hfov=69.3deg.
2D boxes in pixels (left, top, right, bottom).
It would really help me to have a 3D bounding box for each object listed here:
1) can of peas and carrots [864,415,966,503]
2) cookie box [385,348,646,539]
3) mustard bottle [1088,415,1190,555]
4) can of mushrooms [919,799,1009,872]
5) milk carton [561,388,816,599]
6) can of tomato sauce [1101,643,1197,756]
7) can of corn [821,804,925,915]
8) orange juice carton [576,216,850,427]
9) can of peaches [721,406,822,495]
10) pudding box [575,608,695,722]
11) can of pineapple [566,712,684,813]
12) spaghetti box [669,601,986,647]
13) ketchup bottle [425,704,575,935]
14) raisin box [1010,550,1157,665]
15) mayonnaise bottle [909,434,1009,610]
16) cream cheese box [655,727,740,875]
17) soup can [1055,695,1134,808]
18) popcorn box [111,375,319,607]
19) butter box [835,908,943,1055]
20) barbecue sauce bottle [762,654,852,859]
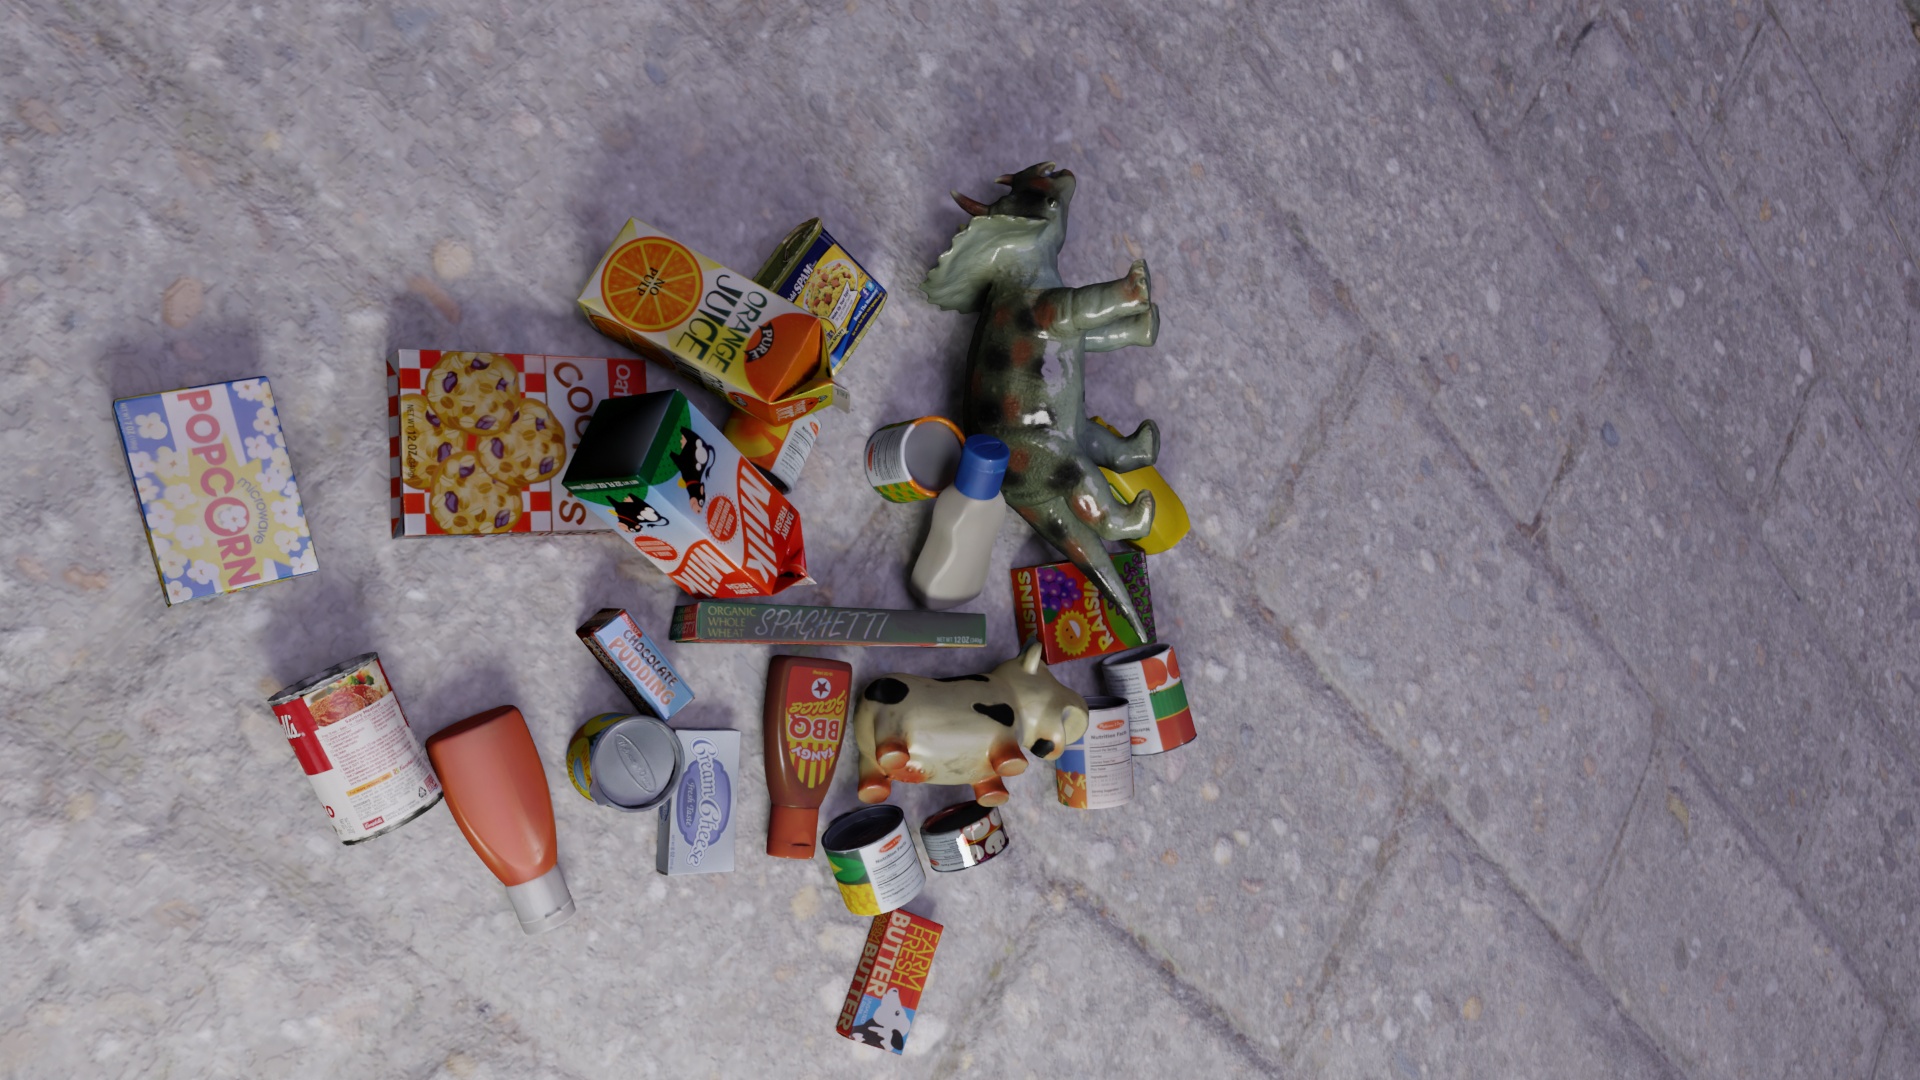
[{"bbox_3d":[-0.032,-0.065,1.111,0.071,0.058,0.071,3,85,-33],"label":"can of peas and carrots"},{"bbox_3d":[-0.298,-0.064,0.949,0.168,0.040,0.123,-2,87,-34],"label":"cookie box"},{"bbox_3d":[0.135,-0.059,1.220,0.049,0.065,0.160,-45,103,-26],"label":"mustard bottle"},{"bbox_3d":[0.004,0.233,1.106,0.071,0.071,0.033,-23,98,-32],"label":"can of mushrooms"},{"bbox_3d":[-0.178,-0.017,0.969,0.190,0.072,0.074,50,46,-45],"label":"milk carton"},{"bbox_3d":[0.166,0.138,1.219,0.071,0.071,0.083,-18,95,-33],"label":"can of tomato sauce"},{"bbox_3d":[-0.067,0.243,1.058,0.071,0.071,0.058,-27,107,-32],"label":"can of corn"},{"bbox_3d":[-0.162,-0.142,0.975,0.193,0.071,0.073,28,80,1],"label":"orange juice carton"},{"bbox_3d":[-0.147,-0.074,1.036,0.071,0.071,0.058,31,71,-27],"label":"can of peaches"},{"bbox_3d":[-0.228,0.087,0.976,0.030,0.049,0.083,-43,109,-26],"label":"pudding box"},{"bbox_3d":[-0.234,0.153,0.962,0.071,0.058,0.071,3,84,-33],"label":"can of pineapple"},{"bbox_3d":[-0.096,0.066,1.064,0.250,0.050,0.028,4,82,-33],"label":"spaghetti box"},{"bbox_3d":[-0.300,0.188,0.925,0.065,0.043,0.148,-24,99,-31],"label":"ketchup bottle"},{"bbox_3d":[0.107,0.057,1.204,0.124,0.040,0.086,-8,90,-34],"label":"raisin box"},{"bbox_3d":[0.004,-0.014,1.091,0.065,0.041,0.147,-15,136,-36],"label":"mayonnaise bottle"},{"bbox_3d":[-0.190,0.188,1.008,0.053,0.024,0.104,5,83,-34],"label":"cream cheese box"},{"bbox_3d":[0.111,0.178,1.179,0.071,0.071,0.083,-6,94,-33],"label":"soup can"},{"bbox_3d":[-0.453,-0.031,0.847,0.085,0.038,0.126,-16,95,-33],"label":"popcorn box"},{"bbox_3d":[-0.054,0.341,1.083,0.053,0.024,0.104,28,72,-29],"label":"butter box"},{"bbox_3d":[-0.120,0.162,1.044,0.065,0.043,0.148,11,80,-33],"label":"barbecue sauce bottle"}]
